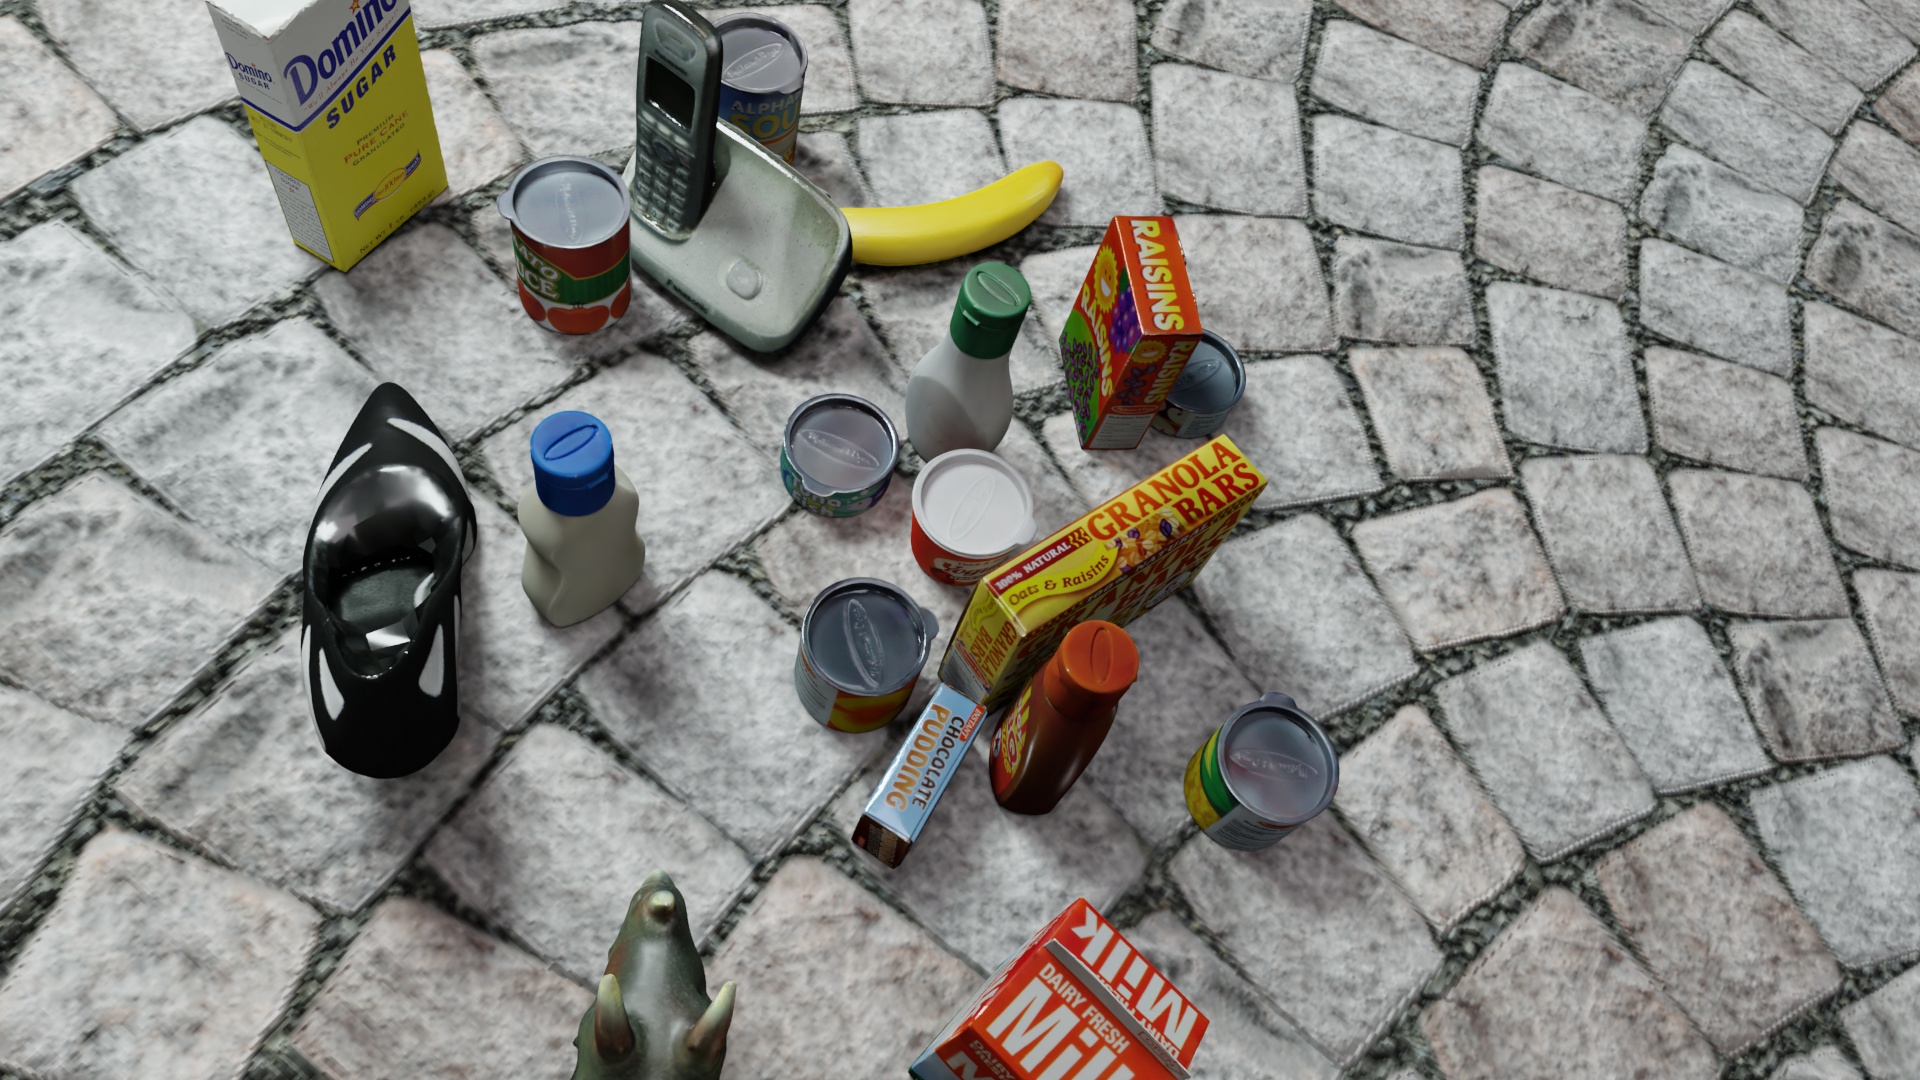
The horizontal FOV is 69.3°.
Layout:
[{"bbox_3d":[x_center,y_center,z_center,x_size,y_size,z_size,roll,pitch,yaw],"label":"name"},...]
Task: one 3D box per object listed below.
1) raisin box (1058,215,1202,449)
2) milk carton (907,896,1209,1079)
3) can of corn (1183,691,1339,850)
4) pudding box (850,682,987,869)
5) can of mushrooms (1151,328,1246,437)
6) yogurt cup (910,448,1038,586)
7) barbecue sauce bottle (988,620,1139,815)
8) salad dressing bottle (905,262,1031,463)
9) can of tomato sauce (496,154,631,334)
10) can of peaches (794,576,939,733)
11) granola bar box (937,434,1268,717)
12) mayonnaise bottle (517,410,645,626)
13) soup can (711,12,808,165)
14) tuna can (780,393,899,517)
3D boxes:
[{"bbox_3d":[0.098,-0.120,0.820,0.040,0.122,0.086,-1,63,-13],"label":"raisin box"},{"bbox_3d":[0.041,0.213,0.589,0.072,0.189,0.074,42,62,11],"label":"milk carton"},{"bbox_3d":[0.159,0.124,0.740,0.071,0.058,0.071,5,61,-10],"label":"can of corn"},{"bbox_3d":[-0.020,0.120,0.707,0.030,0.049,0.084,30,60,5],"label":"pudding box"},{"bbox_3d":[0.141,-0.101,0.871,0.071,0.033,0.071,5,61,-10],"label":"can of mushrooms"},{"bbox_3d":[0.003,-0.010,0.780,0.072,0.053,0.073,5,61,-10],"label":"yogurt cup"},{"bbox_3d":[0.050,0.085,0.684,0.044,0.147,0.065,10,61,-7],"label":"barbecue sauce bottle"},{"bbox_3d":[0.005,-0.094,0.772,0.064,0.147,0.044,42,62,11],"label":"salad dressing bottle"},{"bbox_3d":[-0.225,-0.167,0.798,0.071,0.082,0.071,5,61,-10],"label":"can of tomato sauce"},{"bbox_3d":[-0.050,0.061,0.728,0.071,0.057,0.071,5,61,-10],"label":"can of peaches"},{"bbox_3d":[0.072,0.021,0.738,0.166,0.123,0.039,-30,72,-25],"label":"granola bar box"},{"bbox_3d":[-0.188,-0.011,0.684,0.065,0.147,0.041,-37,76,-26],"label":"mayonnaise bottle"},{"bbox_3d":[-0.132,-0.275,0.876,0.071,0.083,0.071,5,61,-10],"label":"soup can"},{"bbox_3d":[-0.071,-0.046,0.795,0.071,0.032,0.071,5,61,-10],"label":"tuna can"}]
